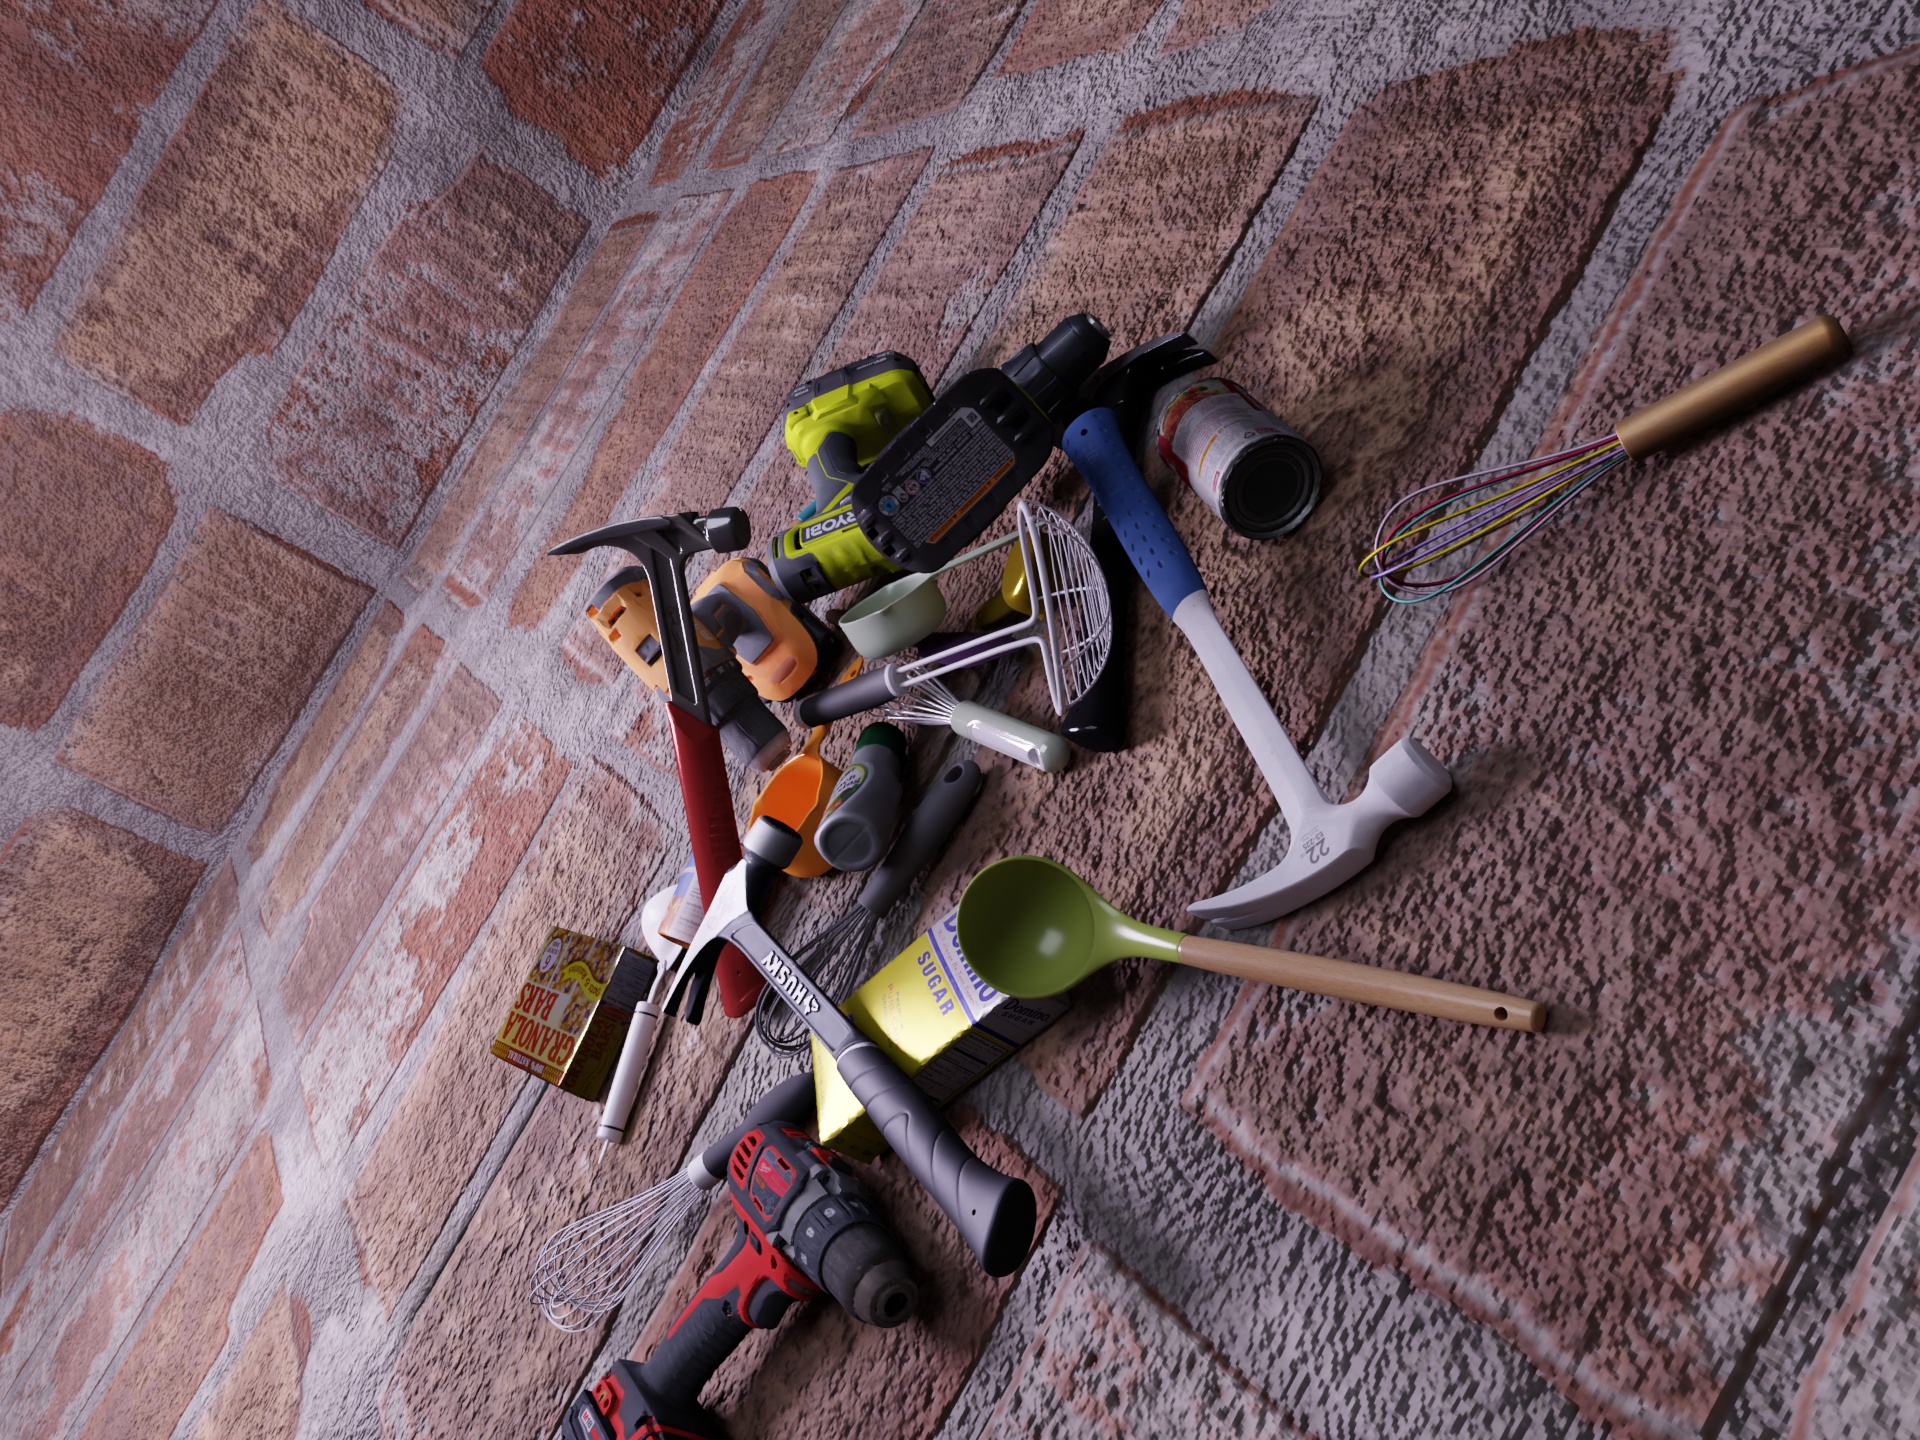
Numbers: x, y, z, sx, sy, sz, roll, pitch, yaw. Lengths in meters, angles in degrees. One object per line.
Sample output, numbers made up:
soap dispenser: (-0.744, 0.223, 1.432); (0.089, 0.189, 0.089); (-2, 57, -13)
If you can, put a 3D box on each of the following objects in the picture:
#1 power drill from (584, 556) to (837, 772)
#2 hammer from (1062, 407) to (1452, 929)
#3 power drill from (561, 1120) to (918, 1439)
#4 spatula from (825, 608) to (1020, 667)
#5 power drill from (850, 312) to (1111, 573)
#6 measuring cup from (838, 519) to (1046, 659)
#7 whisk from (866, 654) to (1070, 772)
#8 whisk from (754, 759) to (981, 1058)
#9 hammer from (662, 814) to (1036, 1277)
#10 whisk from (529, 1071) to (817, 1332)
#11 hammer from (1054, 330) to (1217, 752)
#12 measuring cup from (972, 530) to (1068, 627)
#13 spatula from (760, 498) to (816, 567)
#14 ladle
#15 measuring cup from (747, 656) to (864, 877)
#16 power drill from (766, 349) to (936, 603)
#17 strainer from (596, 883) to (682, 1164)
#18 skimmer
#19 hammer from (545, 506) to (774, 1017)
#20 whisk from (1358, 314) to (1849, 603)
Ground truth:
power drill: (-0.175, -0.047, 1.255); (0.084, 0.185, 0.226); (-47, -6, 17)
hammer: (0.132, -0.055, 0.918); (0.144, 0.035, 0.406); (-45, 39, 22)
power drill: (-0.120, 0.360, 0.913); (0.227, 0.080, 0.188); (-58, 30, -6)
spatula: (-0.040, -0.067, 1.225); (0.060, 0.018, 0.316); (-21, 17, -22)
power drill: (0.020, -0.194, 1.080); (0.190, 0.080, 0.228); (-42, 7, 20)
measuring cup: (-0.006, -0.093, 1.142); (0.167, 0.038, 0.083); (-26, 15, 6)
whisk: (-0.002, -0.004, 1.099); (0.059, 0.057, 0.246); (-27, 26, -24)
whisk: (-0.060, 0.125, 1.070); (0.239, 0.055, 0.055); (-54, 30, -2)
hammer: (-0.072, 0.194, 0.939); (0.149, 0.036, 0.409); (-59, 34, 2)
whisk: (-0.193, 0.320, 1.074); (0.284, 0.070, 0.070); (-41, 34, 17)
hammer: (0.103, -0.122, 1.062); (0.146, 0.035, 0.335); (-29, 41, 40)
measuring cup: (0.029, -0.091, 1.111); (0.156, 0.029, 0.062); (155, 128, -65)
spatula: (-0.170, -0.170, 1.476); (0.082, 0.044, 0.317); (25, 77, 51)
ladle: (0.123, 0.117, 0.769); (0.320, 0.062, 0.078); (4, 95, 47)
measuring cup: (-0.095, 0.037, 1.193); (0.095, 0.052, 0.174); (-5, 54, 54)
power drill: (-0.076, -0.208, 1.342); (0.171, 0.080, 0.223); (-20, 45, 14)
strainer: (-0.246, 0.221, 1.257); (0.087, 0.050, 0.259); (-35, 38, 61)
skimmer: (-0.029, -0.039, 1.032); (0.363, 0.090, 0.127); (-18, 80, 50)
hammer: (-0.193, 0.034, 1.132); (0.149, 0.036, 0.359); (-8, 95, 17)
whisk: (0.301, -0.123, 0.770); (0.245, 0.047, 0.051); (-29, 39, 35)
